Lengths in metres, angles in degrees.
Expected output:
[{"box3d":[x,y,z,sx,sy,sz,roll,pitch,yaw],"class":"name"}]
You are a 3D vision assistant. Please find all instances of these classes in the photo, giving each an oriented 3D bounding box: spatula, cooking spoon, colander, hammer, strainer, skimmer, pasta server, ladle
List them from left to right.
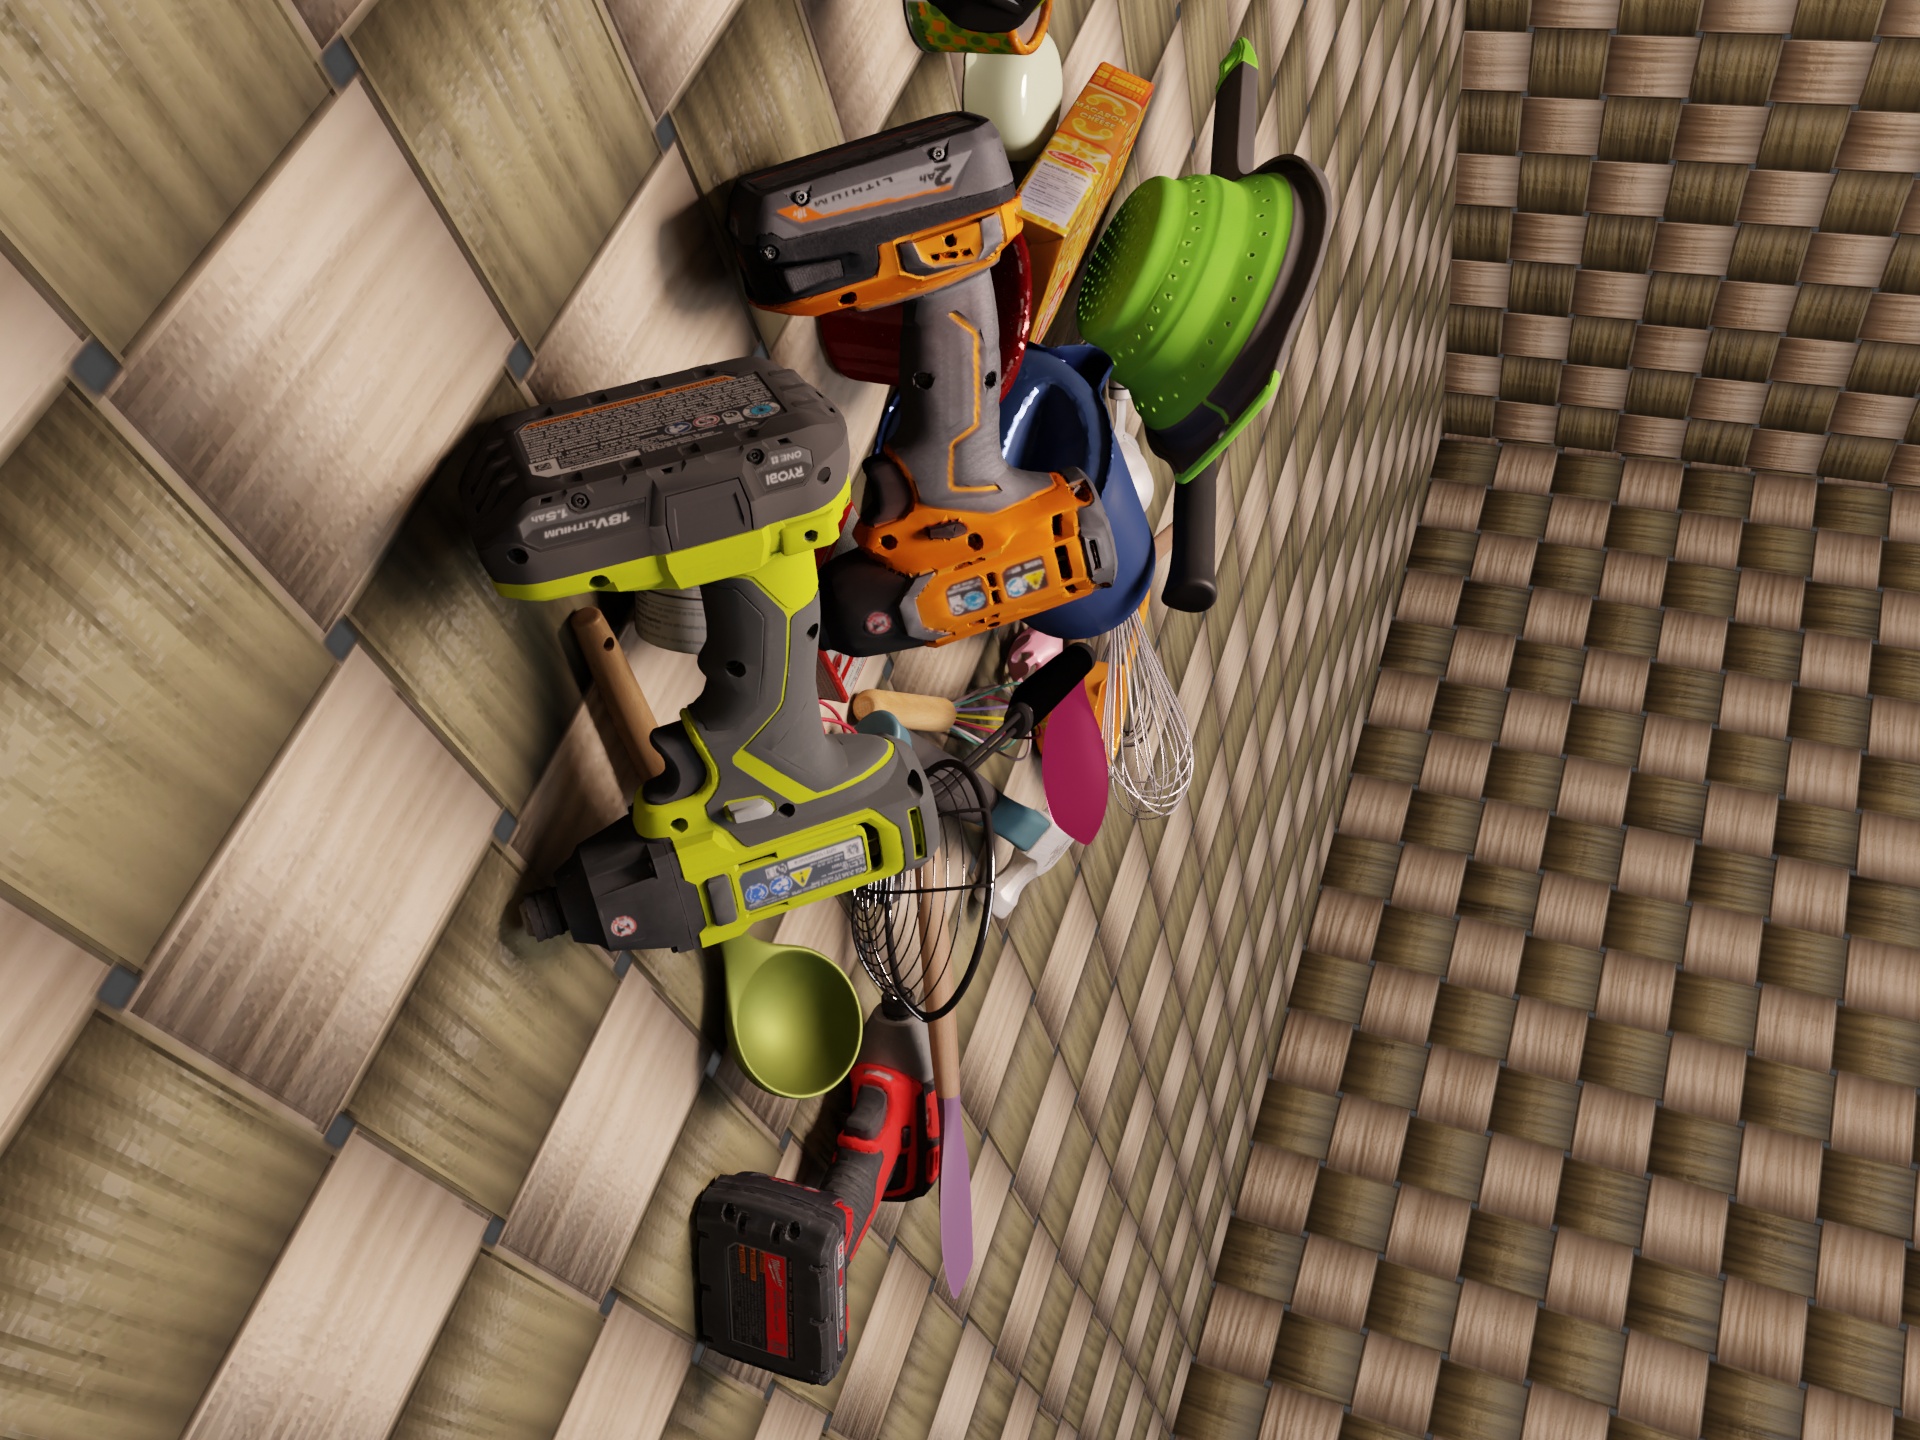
[{"box3d":[-0.111,0.071,0.743,0.078,0.062,0.319,-56,148,-34],"class":"ladle"},{"box3d":[-0.010,0.200,0.949,0.060,0.018,0.315,-41,129,-68],"class":"spatula"},{"box3d":[0.008,0.052,1.016,0.128,0.033,0.330,-49,155,4],"class":"hammer"},{"box3d":[0.035,0.036,0.890,0.363,0.090,0.127,-42,157,-59],"class":"skimmer"},{"box3d":[0.078,-0.055,1.092,0.068,0.017,0.319,36,44,-36],"class":"cooking spoon"},{"box3d":[0.118,-0.098,1.222,0.316,0.040,0.060,-43,110,-46],"class":"pasta server"},{"box3d":[0.123,-0.243,1.215,0.087,0.050,0.258,-28,124,-46],"class":"strainer"},{"box3d":[0.148,-0.344,1.058,0.204,0.094,0.397,-46,-151,51],"class":"colander"},{"box3d":[0.163,-0.201,1.081,0.146,0.035,0.335,119,-15,-48],"class":"hammer"}]

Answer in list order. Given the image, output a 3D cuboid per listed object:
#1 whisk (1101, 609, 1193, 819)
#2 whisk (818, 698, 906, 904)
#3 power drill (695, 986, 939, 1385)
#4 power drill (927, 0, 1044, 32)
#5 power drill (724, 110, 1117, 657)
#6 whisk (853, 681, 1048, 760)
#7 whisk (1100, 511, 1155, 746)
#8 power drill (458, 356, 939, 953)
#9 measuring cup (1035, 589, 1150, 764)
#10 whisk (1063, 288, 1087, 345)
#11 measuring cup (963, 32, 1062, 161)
[{"box3d":[0.119,-0.064,1.150,0.070,0.070,0.285,49,31,-64],"class":"whisk"},{"box3d":[-0.066,0.053,0.852,0.295,0.073,0.073,64,41,-67],"class":"whisk"},{"box3d":[-0.067,0.261,0.930,0.220,0.078,0.143,-46,142,-59],"class":"power drill"},{"box3d":[0.046,-0.406,0.751,0.080,0.190,0.228,-38,-172,44],"class":"power drill"},{"box3d":[-0.030,-0.136,0.714,0.084,0.164,0.226,-122,-167,-61],"class":"power drill"},{"box3d":[0.000,-0.004,1.006,0.051,0.047,0.245,-64,157,9],"class":"whisk"},{"box3d":[0.137,-0.092,1.324,0.055,0.055,0.239,-32,125,-63],"class":"whisk"},{"box3d":[-0.104,-0.011,0.611,0.080,0.171,0.223,-126,-157,-51],"class":"power drill"},{"box3d":[0.105,-0.039,1.254,0.095,0.052,0.174,70,35,-54],"class":"measuring cup"},{"box3d":[0.073,-0.247,1.081,0.059,0.058,0.246,53,44,-16],"class":"whisk"},{"box3d":[0.025,-0.318,0.913,0.083,0.038,0.167,23,77,-69],"class":"measuring cup"}]
